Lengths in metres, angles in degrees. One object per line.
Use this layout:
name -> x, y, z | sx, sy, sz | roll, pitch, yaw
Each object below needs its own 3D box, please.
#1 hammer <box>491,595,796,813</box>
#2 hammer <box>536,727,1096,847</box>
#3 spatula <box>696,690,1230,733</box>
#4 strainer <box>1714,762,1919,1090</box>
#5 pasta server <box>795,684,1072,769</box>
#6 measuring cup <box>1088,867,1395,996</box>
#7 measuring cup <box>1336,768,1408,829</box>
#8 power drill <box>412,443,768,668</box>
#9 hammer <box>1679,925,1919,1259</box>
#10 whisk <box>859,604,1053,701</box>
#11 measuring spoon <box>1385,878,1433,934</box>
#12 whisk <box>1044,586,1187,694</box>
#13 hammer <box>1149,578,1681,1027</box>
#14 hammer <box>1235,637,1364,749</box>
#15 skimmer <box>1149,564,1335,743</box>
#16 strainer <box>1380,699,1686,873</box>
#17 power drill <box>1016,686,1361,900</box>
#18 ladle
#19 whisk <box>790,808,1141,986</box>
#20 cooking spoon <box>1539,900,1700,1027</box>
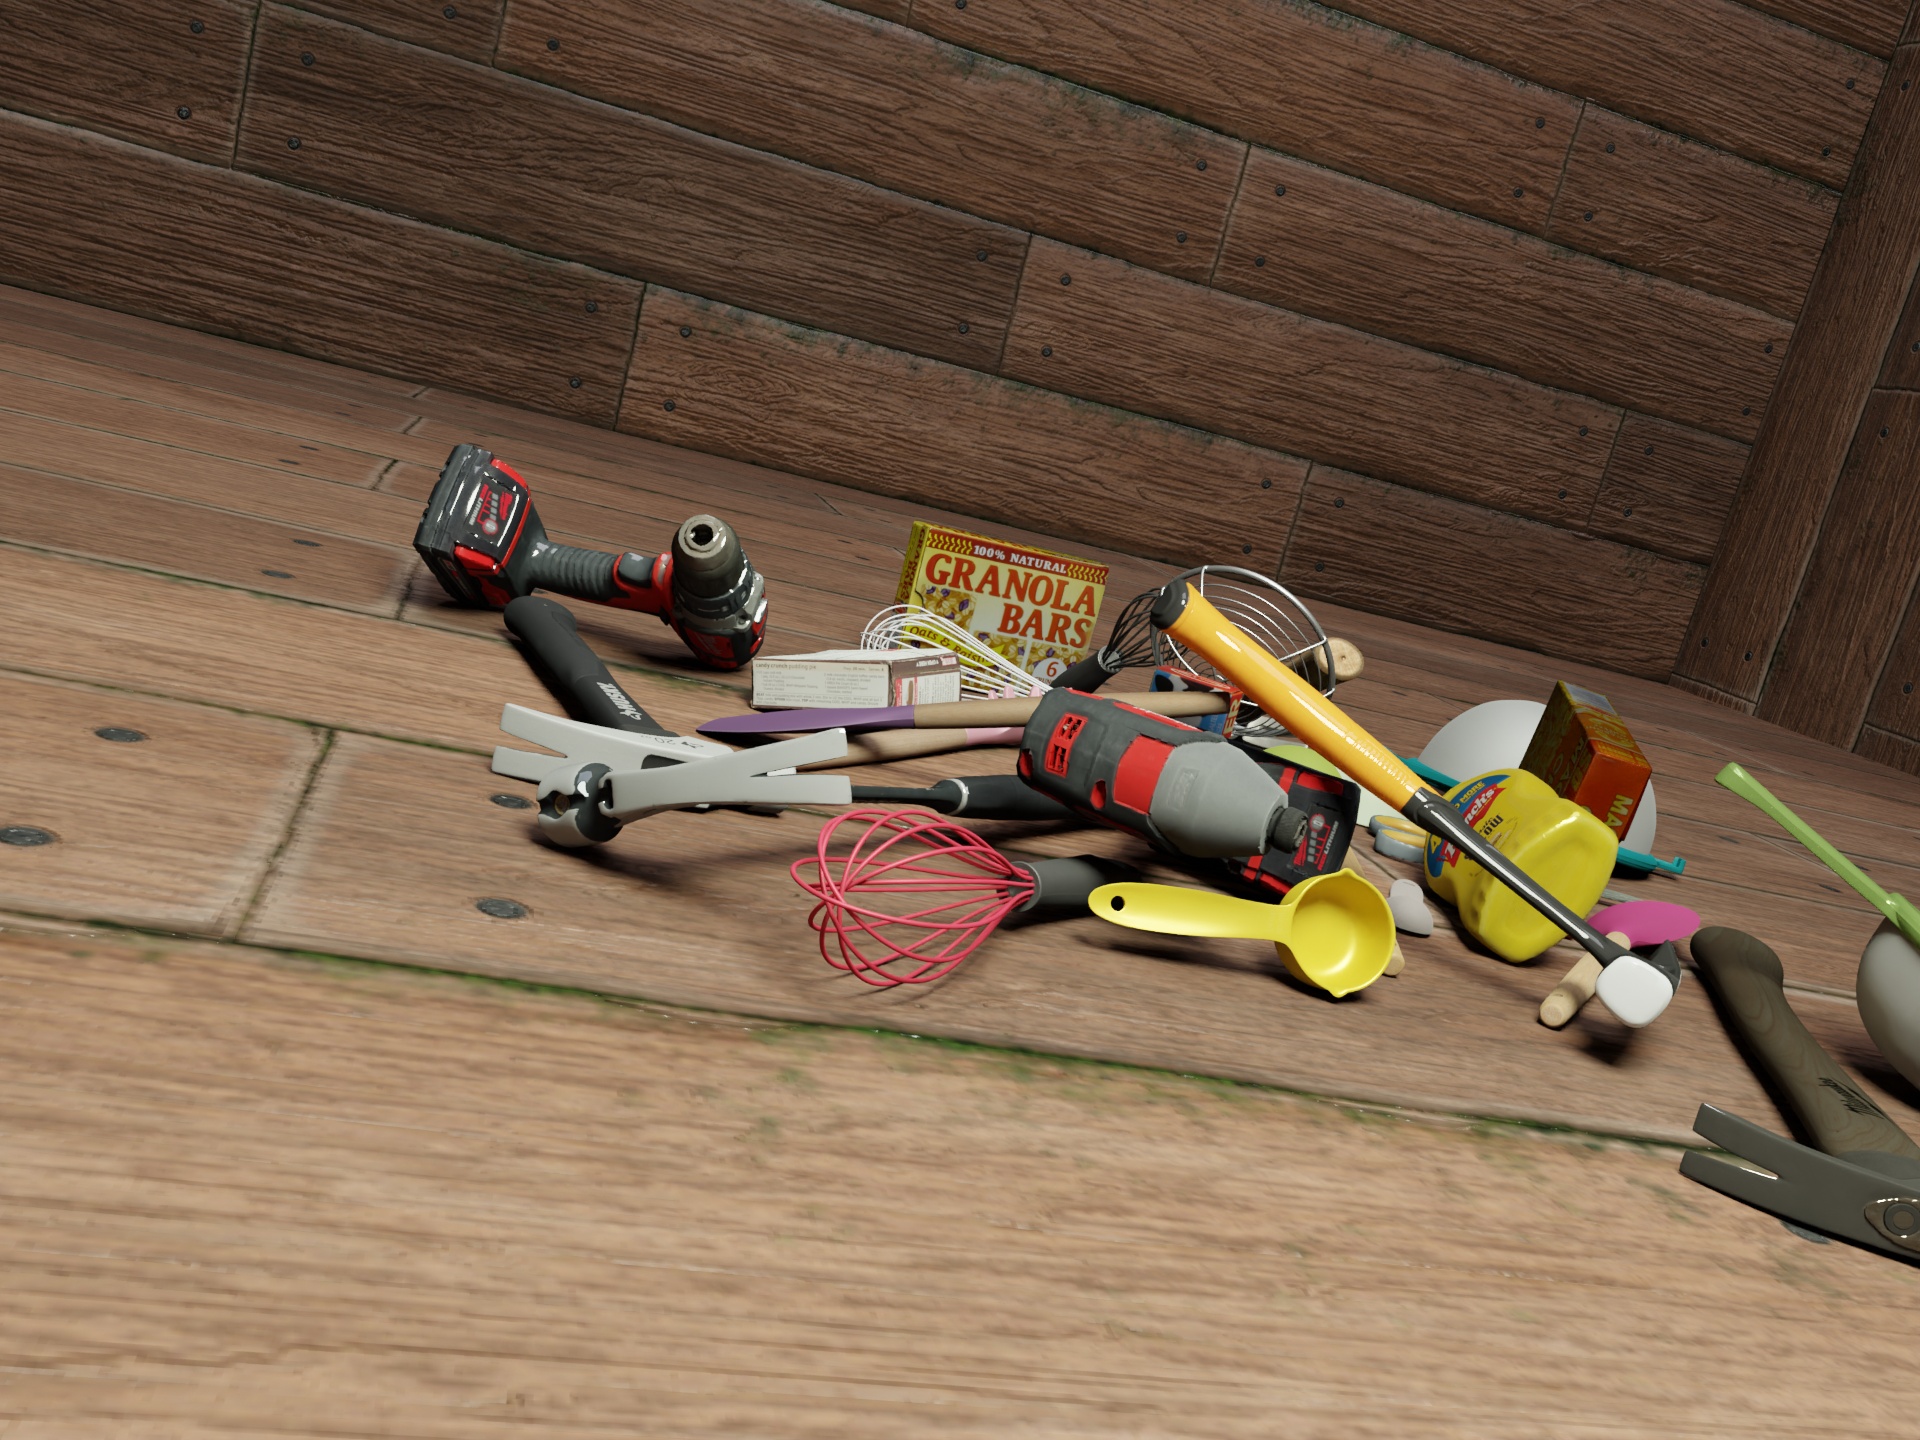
hammer -> -0.219, -0.021, 0.918 | 0.146, 0.035, 0.335 | 9, 13, -29
hammer -> -0.011, 0.037, 0.814 | 0.149, 0.036, 0.408 | -10, -8, 33
spatula -> -0.001, -0.003, 0.934 | 0.316, 0.018, 0.060 | -3, 9, 10
strainer -> 0.493, 0.132, 0.854 | 0.256, 0.069, 0.151 | 44, 19, 11
pasta server -> -0.016, 0.004, 1.045 | 0.060, 0.040, 0.316 | 3, 5, 31
measuring cup -> 0.132, 0.096, 0.765 | 0.156, 0.062, 0.029 | 9, -10, -12
measuring cup -> 0.302, 0.043, 1.254 | 0.083, 0.038, 0.168 | 12, 14, -13
power drill -> -0.240, -0.110, 1.062 | 0.226, 0.080, 0.187 | 17, -16, 2
hammer -> 0.420, 0.169, 0.822 | 0.146, 0.038, 0.410 | 16, 11, 13
whisk -> 0.056, -0.018, 1.210 | 0.284, 0.070, 0.070 | 20, 12, 3
measuring spoon -> 0.274, 0.106, 0.972 | 0.034, 0.018, 0.124 | 18, 11, 14
whisk -> 0.116, -0.048, 1.205 | 0.055, 0.055, 0.239 | 11, -19, -18
hammer -> 0.238, 0.034, 0.859 | 0.337, 0.034, 0.127 | 42, 16, 20
hammer -> 0.244, -0.020, 1.233 | 0.130, 0.031, 0.331 | 22, -9, -2
skimmer -> 0.201, -0.025, 1.131 | 0.127, 0.090, 0.363 | 32, 1, 14
strainer -> 0.432, 0.025, 1.257 | 0.340, 0.095, 0.211 | 17, 9, -40
power drill -> 0.133, 0.042, 0.834 | 0.143, 0.078, 0.219 | 21, 0, 28
ladle -> 0.225, 0.087, 0.979 | 0.078, 0.062, 0.320 | 17, 18, -4
whisk -> 0.018, 0.076, 0.715 | 0.073, 0.073, 0.295 | 21, 6, 28
cooking spoon -> 0.385, 0.137, 0.943 | 0.069, 0.017, 0.318 | -3, 3, 32
